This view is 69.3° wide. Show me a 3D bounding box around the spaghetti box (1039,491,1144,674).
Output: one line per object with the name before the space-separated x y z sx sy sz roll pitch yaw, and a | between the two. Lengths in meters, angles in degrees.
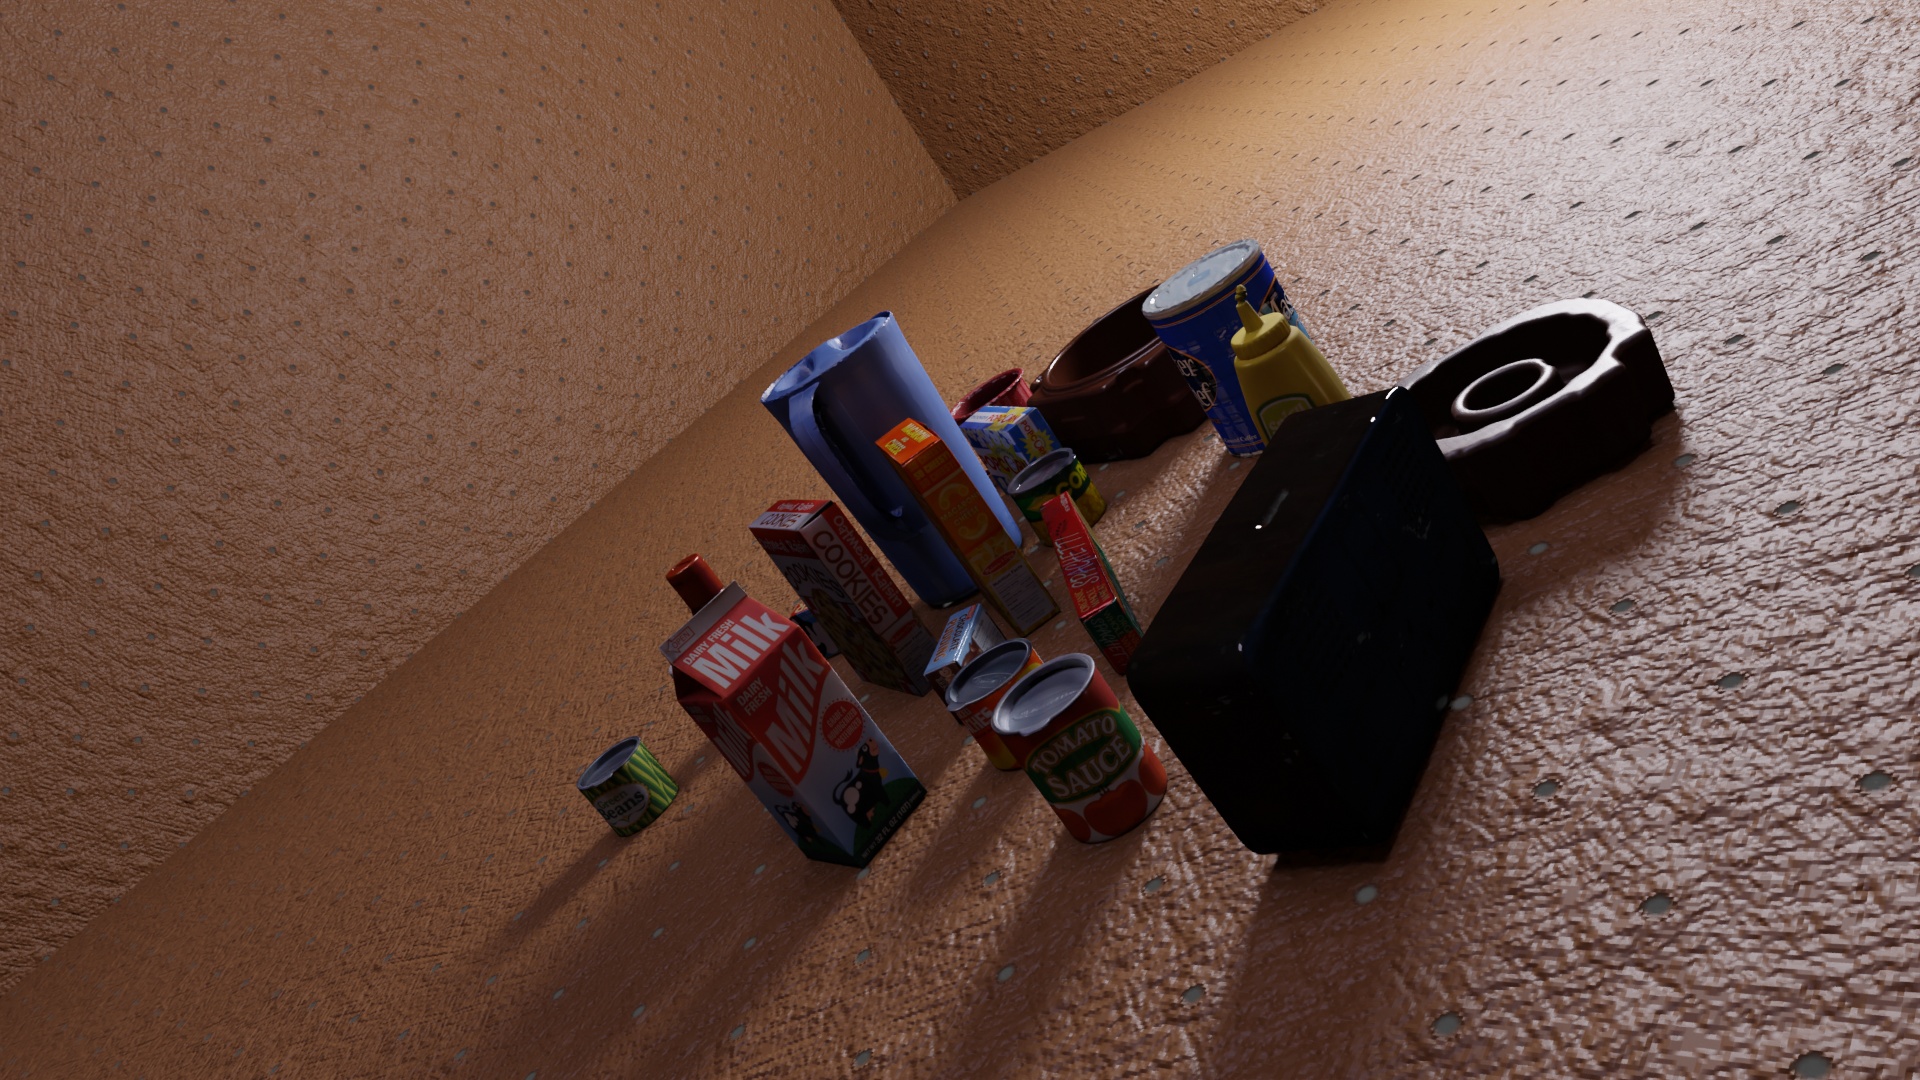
spaghetti box | 0.095 0.025 1.017 0.028 0.050 0.251 -33 17 7

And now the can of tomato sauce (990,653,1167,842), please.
can of tomato sauce | 0.067 0.116 0.769 0.071 0.083 0.071 -31 17 11

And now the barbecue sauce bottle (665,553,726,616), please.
barbecue sauce bottle | -0.208 0.079 1.258 0.064 0.148 0.044 -19 23 43

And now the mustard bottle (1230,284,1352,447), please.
mustard bottle | 0.221 -0.101 0.934 0.065 0.160 0.049 -21 22 39

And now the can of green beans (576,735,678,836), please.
can of green beans | -0.288 0.213 1.202 0.071 0.057 0.071 -31 17 11

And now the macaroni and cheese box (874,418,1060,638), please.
macaroni and cheese box | 0.004 -0.014 1.088 0.040 0.166 0.124 -36 17 -3

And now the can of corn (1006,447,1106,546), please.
can of corn | 0.084 -0.037 1.186 0.071 0.058 0.071 -31 17 11

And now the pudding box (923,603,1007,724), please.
pudding box | 0.007 0.088 1.009 0.030 0.049 0.084 -26 19 26

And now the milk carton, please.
milk carton | -0.115 0.120 0.910 0.073 0.190 0.073 -45 20 -31

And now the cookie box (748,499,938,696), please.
cookie box | -0.089 0.043 1.106 0.040 0.167 0.123 -41 18 -20

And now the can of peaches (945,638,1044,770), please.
can of peaches | 0.031 0.108 0.899 0.071 0.058 0.071 -31 17 11

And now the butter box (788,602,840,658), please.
butter box | -0.099 0.067 1.253 0.103 0.053 0.024 -25 20 29

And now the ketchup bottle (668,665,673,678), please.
ketchup bottle | -0.150 0.138 0.996 0.044 0.148 0.064 -40 18 -17

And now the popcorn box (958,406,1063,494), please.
popcorn box | 0.056 -0.083 1.316 0.038 0.085 0.127 -39 18 -13
